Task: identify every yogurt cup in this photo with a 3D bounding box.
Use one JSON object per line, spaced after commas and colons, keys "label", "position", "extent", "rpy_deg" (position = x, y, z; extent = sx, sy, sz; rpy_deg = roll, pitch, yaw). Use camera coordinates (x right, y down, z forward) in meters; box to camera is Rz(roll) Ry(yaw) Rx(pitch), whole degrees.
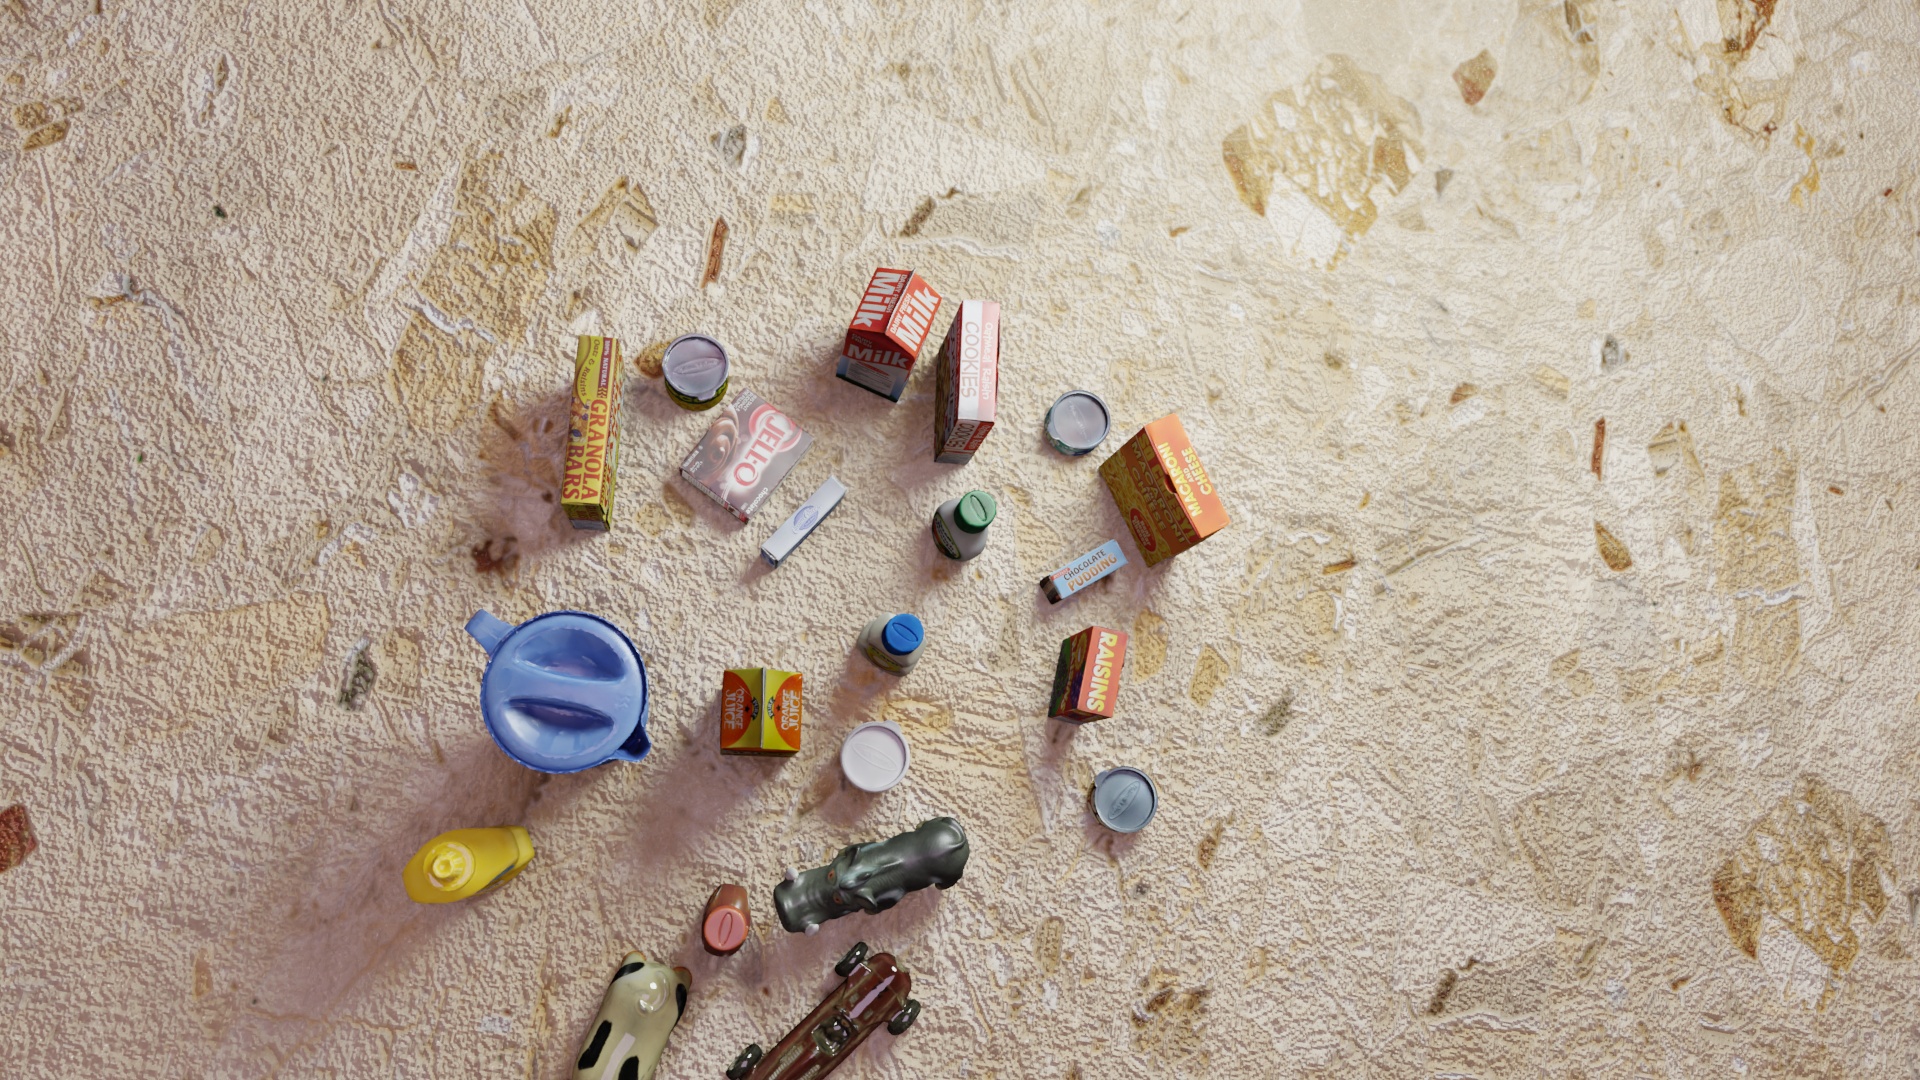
{"label": "yogurt cup", "position": [-0.086, 0.214, 1.366], "extent": [0.072, 0.054, 0.072], "rpy_deg": [2, 78, -9]}

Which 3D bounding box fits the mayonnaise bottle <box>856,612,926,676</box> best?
{"label": "mayonnaise bottle", "position": [-0.064, 0.098, 1.345], "extent": [0.065, 0.147, 0.041], "rpy_deg": [35, 75, -1]}

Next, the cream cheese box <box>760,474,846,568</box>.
{"label": "cream cheese box", "position": [-0.159, -0.018, 1.402], "extent": [0.024, 0.053, 0.104], "rpy_deg": [43, 75, 1]}

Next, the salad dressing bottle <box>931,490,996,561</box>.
{"label": "salad dressing bottle", "position": [0.005, -0.017, 1.381], "extent": [0.044, 0.147, 0.064], "rpy_deg": [-25, 84, -13]}

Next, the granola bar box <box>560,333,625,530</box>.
{"label": "granola bar box", "position": [-0.354, -0.102, 1.349], "extent": [0.039, 0.124, 0.166], "rpy_deg": [4, 78, -9]}

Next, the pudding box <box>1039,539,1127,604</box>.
{"label": "pudding box", "position": [0.128, 0.033, 1.442], "extent": [0.084, 0.049, 0.030], "rpy_deg": [-28, 85, -14]}

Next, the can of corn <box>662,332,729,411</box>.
{"label": "can of corn", "position": [-0.268, -0.168, 1.412], "extent": [0.071, 0.058, 0.071], "rpy_deg": [2, 78, -9]}

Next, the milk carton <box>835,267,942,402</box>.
{"label": "milk carton", "position": [-0.071, -0.208, 1.386], "extent": [0.073, 0.190, 0.072], "rpy_deg": [24, 76, -4]}

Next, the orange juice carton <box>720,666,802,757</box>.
{"label": "orange juice carton", "position": [-0.186, 0.161, 1.288], "extent": [0.073, 0.192, 0.072], "rpy_deg": [3, 78, -9]}

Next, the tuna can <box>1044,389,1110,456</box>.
{"label": "tuna can", "position": [0.122, -0.124, 1.483], "extent": [0.071, 0.032, 0.071], "rpy_deg": [2, 78, -9]}

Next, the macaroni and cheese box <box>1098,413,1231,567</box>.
{"label": "macaroni and cheese box", "position": [0.204, -0.047, 1.411], "extent": [0.040, 0.166, 0.124], "rpy_deg": [-24, 84, -13]}

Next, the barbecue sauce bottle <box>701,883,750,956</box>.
{"label": "barbecue sauce bottle", "position": [-0.214, 0.349, 1.267], "extent": [0.044, 0.148, 0.065], "rpy_deg": [15, 77, -6]}

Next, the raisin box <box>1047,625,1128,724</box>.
{"label": "raisin box", "position": [0.126, 0.136, 1.382], "extent": [0.040, 0.123, 0.086], "rpy_deg": [15, 77, -6]}

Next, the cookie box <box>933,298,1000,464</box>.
{"label": "cookie box", "position": [0.006, -0.156, 1.400], "extent": [0.040, 0.167, 0.123], "rpy_deg": [4, 78, -9]}

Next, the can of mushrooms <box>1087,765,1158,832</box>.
{"label": "can of mushrooms", "position": [0.162, 0.261, 1.409], "extent": [0.071, 0.033, 0.071], "rpy_deg": [2, 78, -9]}
